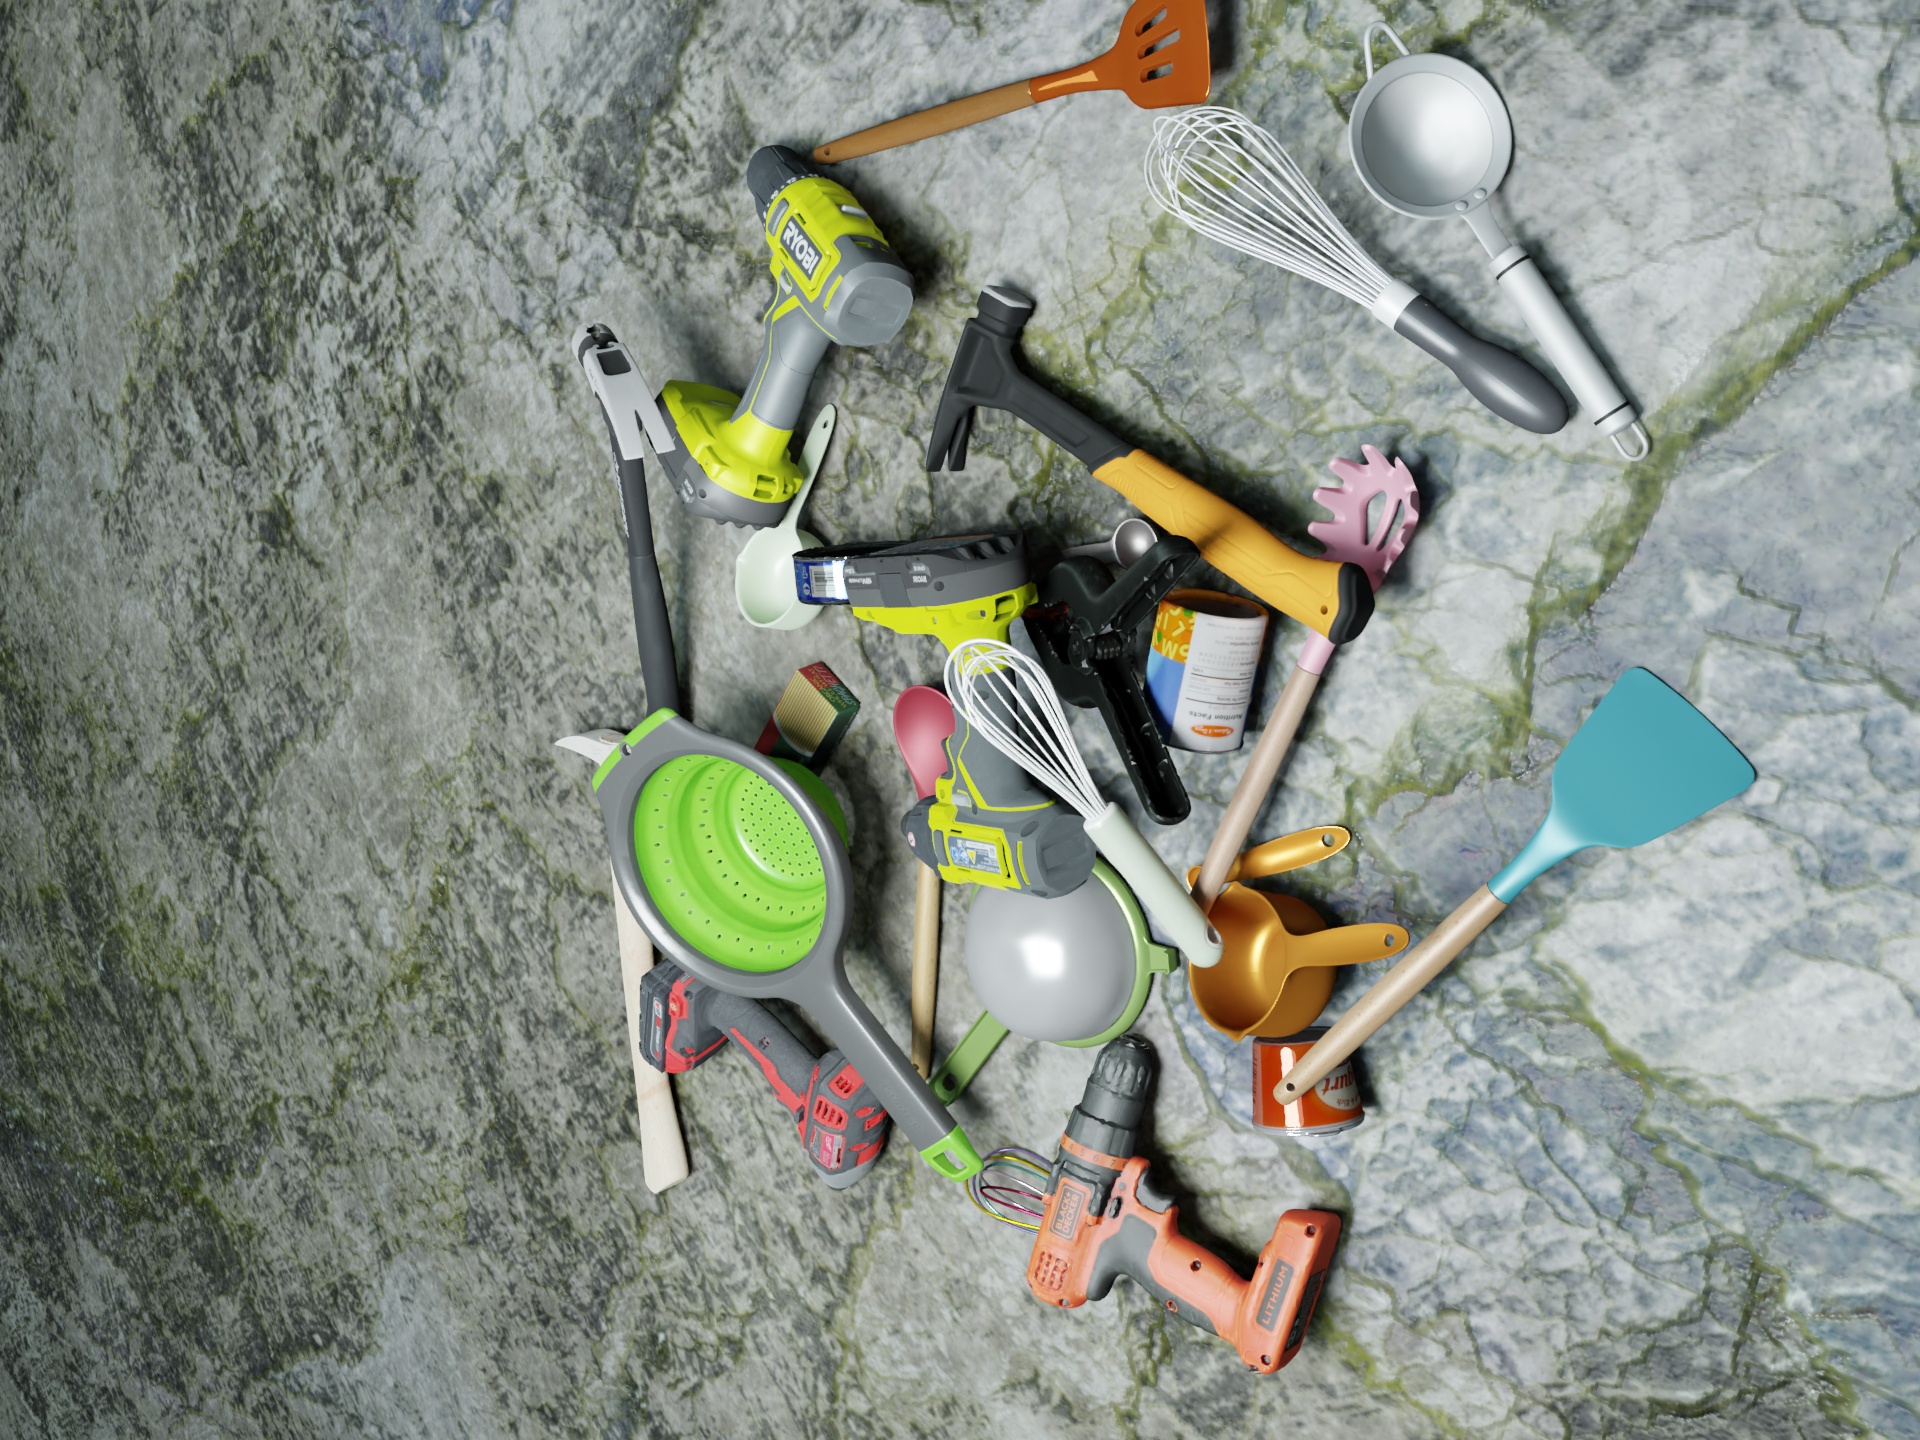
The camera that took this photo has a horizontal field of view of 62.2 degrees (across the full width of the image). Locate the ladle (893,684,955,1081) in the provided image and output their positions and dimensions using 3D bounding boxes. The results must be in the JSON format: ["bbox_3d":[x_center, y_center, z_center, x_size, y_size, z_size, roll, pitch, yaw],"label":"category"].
[{"bbox_3d":[-0.023,0.122,1.150,0.069,0.031,0.315,15,112,33],"label":"ladle"}]

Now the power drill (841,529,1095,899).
[{"bbox_3d":[-0.002,-0.003,1.021,0.171,0.080,0.223,5,109,54],"label":"power drill"}]

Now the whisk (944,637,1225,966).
[{"bbox_3d":[0.076,0.050,0.932,0.059,0.058,0.246,-33,101,34],"label":"whisk"}]

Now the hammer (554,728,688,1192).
[{"bbox_3d":[-0.280,0.210,1.363,0.146,0.038,0.410,15,113,48],"label":"hammer"}]

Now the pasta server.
[{"bbox_3d":[0.186,-0.006,0.920,0.060,0.040,0.316,36,113,37],"label":"pasta server"}]

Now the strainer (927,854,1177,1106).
[{"bbox_3d":[0.025,0.196,1.100,0.152,0.069,0.256,46,123,21],"label":"strainer"}]

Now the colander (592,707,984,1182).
[{"bbox_3d":[-0.100,0.156,1.161,0.204,0.094,0.397,-40,87,34],"label":"colander"}]

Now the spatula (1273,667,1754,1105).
[{"bbox_3d":[0.280,0.110,0.867,0.082,0.044,0.317,48,119,19],"label":"spatula"}]

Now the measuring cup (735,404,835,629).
[{"bbox_3d":[-0.111,-0.145,1.155,0.083,0.038,0.167,27,99,43],"label":"measuring cup"}]

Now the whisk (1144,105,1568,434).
[{"bbox_3d":[0.210,-0.243,0.857,0.285,0.070,0.070,43,124,18],"label":"whisk"}]

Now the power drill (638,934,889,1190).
[{"bbox_3d":[-0.150,0.274,1.250,0.220,0.078,0.143,32,135,23],"label":"power drill"}]

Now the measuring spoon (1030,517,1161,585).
[{"bbox_3d":[0.083,-0.104,1.021,0.124,0.018,0.034,-10,95,46],"label":"measuring spoon"}]

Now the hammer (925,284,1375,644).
[{"bbox_3d":[0.105,-0.136,0.948,0.337,0.034,0.127,41,123,34],"label":"hammer"}]

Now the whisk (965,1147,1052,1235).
[{"bbox_3d":[0.107,0.361,1.093,0.245,0.047,0.051,18,102,30],"label":"whisk"}]

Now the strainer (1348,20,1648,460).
[{"bbox_3d":[0.274,-0.240,0.815,0.087,0.050,0.258,-31,85,-5],"label":"strainer"}]

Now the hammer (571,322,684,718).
[{"bbox_3d":[-0.234,-0.113,1.183,0.146,0.035,0.334,-125,27,-45],"label":"hammer"}]

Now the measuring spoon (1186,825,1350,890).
[{"bbox_3d":[0.190,0.085,0.983,0.117,0.011,0.021,-23,85,36],"label":"measuring spoon"}]

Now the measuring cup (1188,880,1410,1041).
[{"bbox_3d":[0.208,0.138,0.924,0.173,0.052,0.095,-21,62,53],"label":"measuring cup"}]

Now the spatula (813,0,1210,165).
[{"bbox_3d":[0.022,-0.384,0.981,0.323,0.041,0.081,0,102,40],"label":"spatula"}]

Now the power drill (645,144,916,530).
[{"bbox_3d":[-0.133,-0.266,1.097,0.228,0.080,0.191,-57,48,30],"label":"power drill"}]
